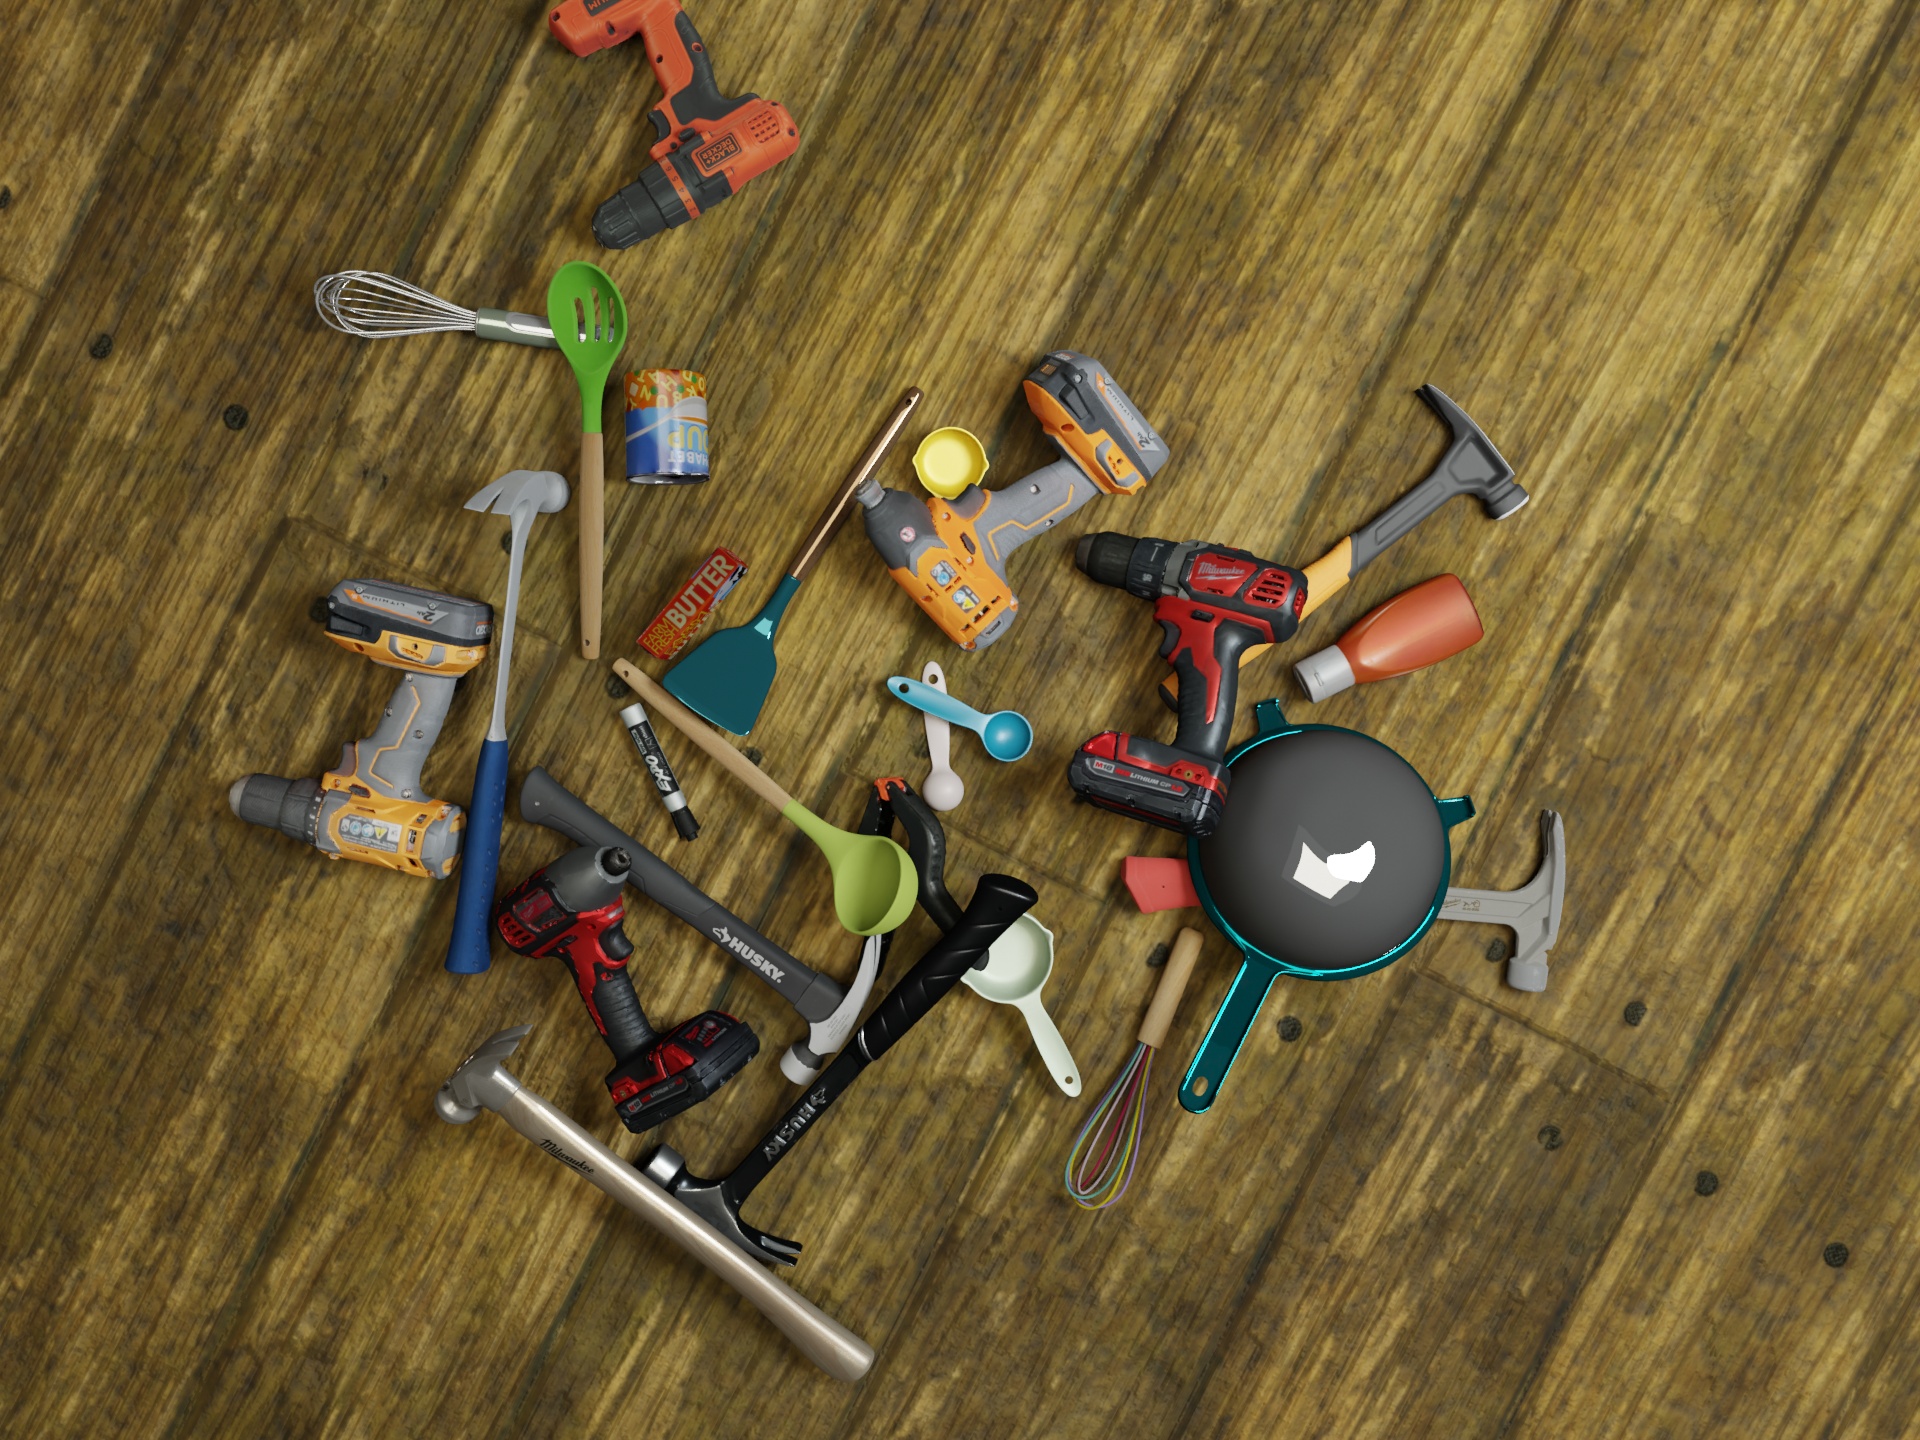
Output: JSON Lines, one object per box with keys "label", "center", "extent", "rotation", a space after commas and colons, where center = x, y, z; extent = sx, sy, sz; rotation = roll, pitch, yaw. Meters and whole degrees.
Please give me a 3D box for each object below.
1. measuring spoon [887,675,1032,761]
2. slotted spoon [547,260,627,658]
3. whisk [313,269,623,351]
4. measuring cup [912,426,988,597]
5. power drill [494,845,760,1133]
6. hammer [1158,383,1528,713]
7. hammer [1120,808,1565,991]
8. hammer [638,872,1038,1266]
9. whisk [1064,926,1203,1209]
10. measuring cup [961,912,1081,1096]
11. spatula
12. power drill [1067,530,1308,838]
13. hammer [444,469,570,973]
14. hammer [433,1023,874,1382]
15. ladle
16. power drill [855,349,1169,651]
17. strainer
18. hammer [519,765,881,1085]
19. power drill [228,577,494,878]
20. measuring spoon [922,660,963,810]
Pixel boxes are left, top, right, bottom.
{"label": "measuring spoon", "center": [-0.002, -0.004, 1.302], "extent": [0.128, 0.021, 0.042], "rotation": [25, 78, -2]}
{"label": "slotted spoon", "center": [-0.297, -0.205, 1.275], "extent": [0.070, 0.031, 0.313], "rotation": [6, 101, 17]}
{"label": "whisk", "center": [-0.395, -0.323, 1.280], "extent": [0.246, 0.059, 0.058], "rotation": [8, 64, -5]}
{"label": "measuring cup", "center": [-0.013, -0.162, 1.302], "extent": [0.062, 0.029, 0.156], "rotation": [3, 104, -7]}
{"label": "power drill", "center": [-0.264, 0.203, 1.259], "extent": [0.143, 0.078, 0.219], "rotation": [-33, 91, 33]}
{"label": "hammer", "center": [0.294, -0.125, 1.297], "extent": [0.337, 0.034, 0.127], "rotation": [-39, 93, 1]}
{"label": "hammer", "center": [0.312, 0.132, 1.305], "extent": [0.359, 0.037, 0.149], "rotation": [5, 92, -1]}
{"label": "hammer", "center": [-0.081, 0.272, 1.259], "extent": [0.149, 0.036, 0.409], "rotation": [40, 106, -5]}
{"label": "whisk", "center": [0.142, 0.284, 1.308], "extent": [0.051, 0.047, 0.245], "rotation": [23, 87, -13]}
{"label": "measuring cup", "center": [0.057, 0.230, 1.306], "extent": [0.083, 0.038, 0.167], "rotation": [-27, 94, 0]}
{"label": "spatula", "center": [-0.120, -0.138, 1.288], "extent": [0.082, 0.044, 0.317], "rotation": [33, 90, 2]}
{"label": "power drill", "center": [0.154, -0.039, 1.253], "extent": [0.188, 0.080, 0.227], "rotation": [17, 80, 20]}
{"label": "hammer", "center": [-0.370, 0.004, 1.260], "extent": [0.035, 0.144, 0.405], "rotation": [10, 98, 3]}
{"label": "hammer", "center": [-0.227, 0.393, 1.266], "extent": [0.410, 0.038, 0.146], "rotation": [40, 133, -9]}
{"label": "ladle", "center": [-0.162, 0.053, 1.265], "extent": [0.320, 0.062, 0.078], "rotation": [39, 103, 10]}
{"label": "power drill", "center": [0.034, -0.184, 1.249], "extent": [0.226, 0.084, 0.164], "rotation": [-44, 116, 2]}
{"label": "strainer", "center": [0.256, 0.145, 1.224], "extent": [0.211, 0.095, 0.340], "rotation": [28, 74, 9]}
{"label": "hammer", "center": [-0.217, 0.145, 1.290], "extent": [0.335, 0.035, 0.146], "rotation": [36, 108, 2]}
{"label": "power drill", "center": [-0.478, 0.002, 1.274], "extent": [0.185, 0.084, 0.226], "rotation": [12, 96, 1]}
{"label": "measuring spoon", "center": [-0.018, 0.013, 1.306], "extent": [0.034, 0.018, 0.124], "rotation": [-5, 91, 0]}
